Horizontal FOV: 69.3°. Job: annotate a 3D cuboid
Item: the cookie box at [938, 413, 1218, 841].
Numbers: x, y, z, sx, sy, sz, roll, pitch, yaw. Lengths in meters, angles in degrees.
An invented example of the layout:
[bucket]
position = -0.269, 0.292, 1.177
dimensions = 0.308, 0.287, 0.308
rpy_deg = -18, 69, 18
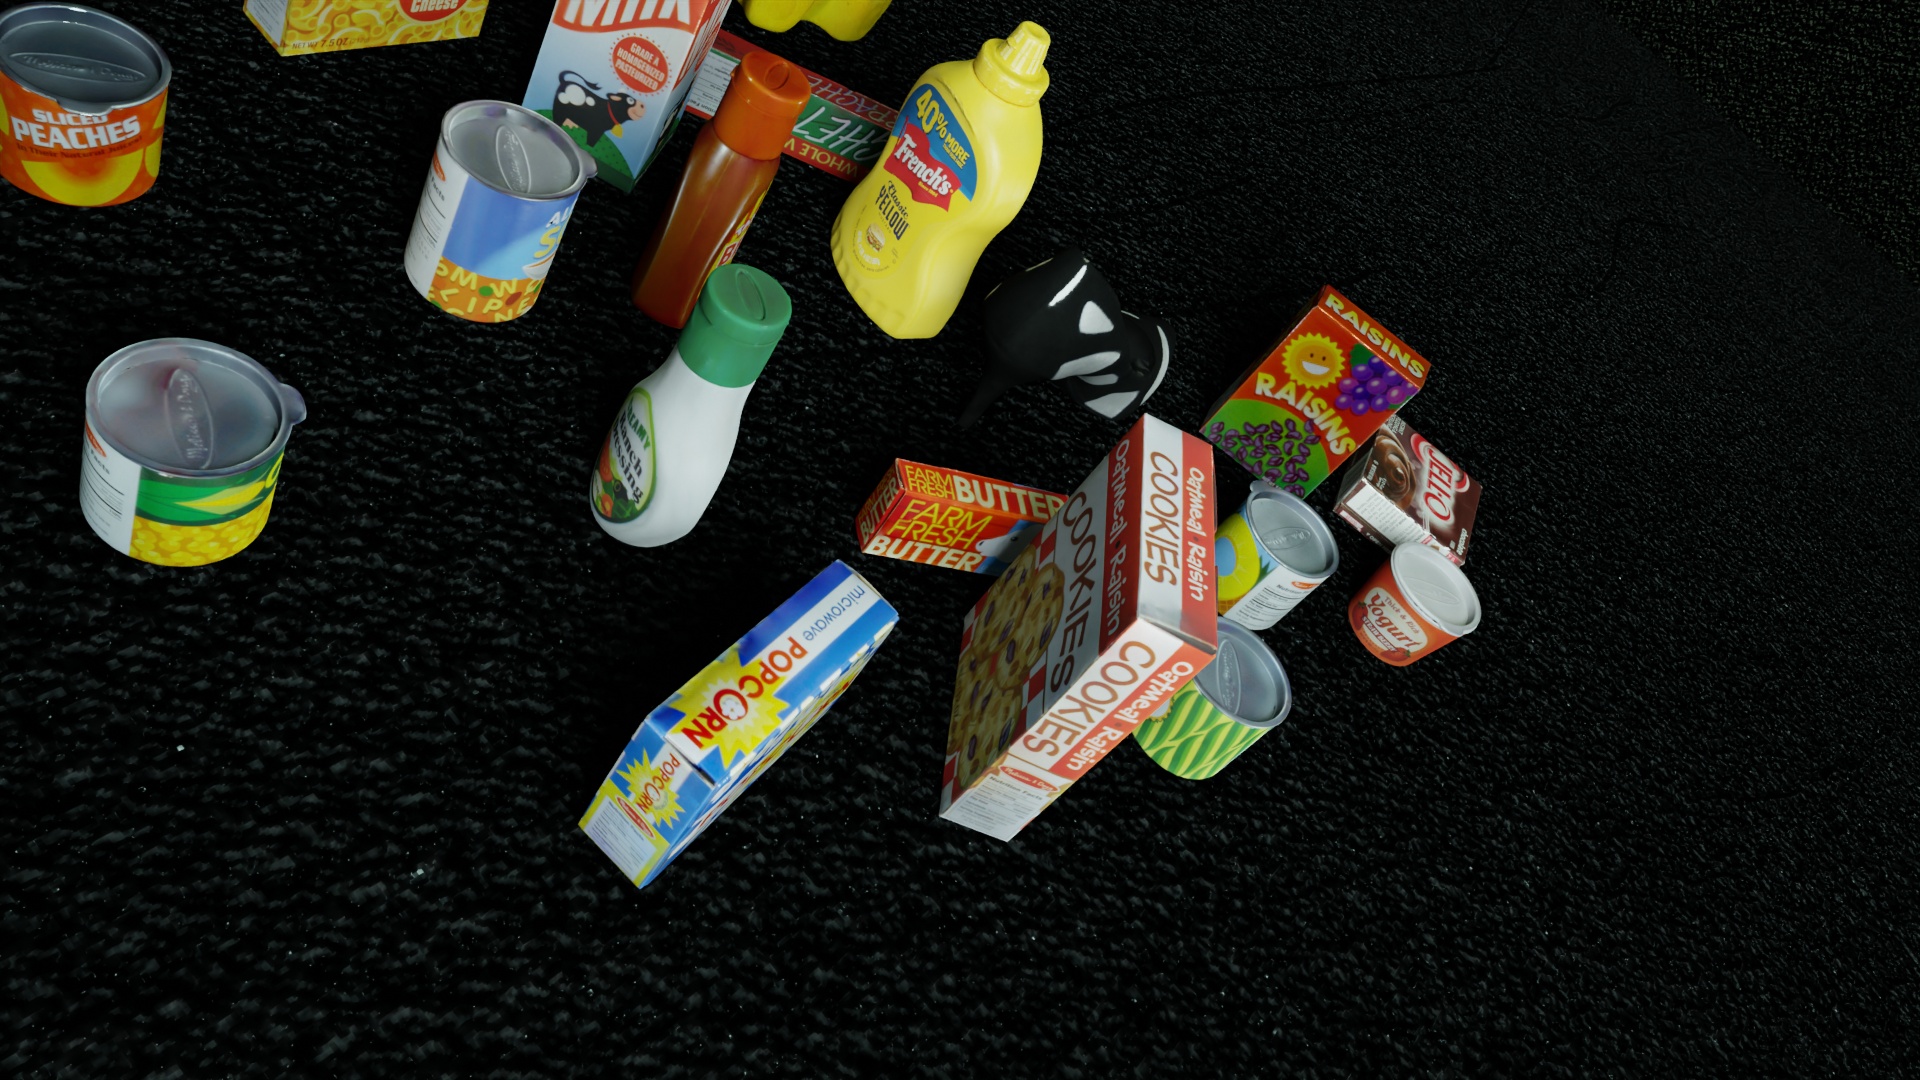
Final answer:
[cookie box]
position = 0.052, 0.041, 0.622
dimensions = 0.040, 0.166, 0.123
rpy_deg = 25, 43, -16

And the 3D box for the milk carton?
[milk carton]
position = -0.167, -0.289, 0.741
dimensions = 0.073, 0.189, 0.073
rpy_deg = 29, 42, -11

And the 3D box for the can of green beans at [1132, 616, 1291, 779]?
[can of green beans]
position = 0.128, 0.082, 0.722
dimensions = 0.071, 0.057, 0.071
rpy_deg = 20, 45, -21

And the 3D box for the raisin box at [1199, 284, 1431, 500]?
[raisin box]
position = 0.227, -0.092, 0.898
dimensions = 0.086, 0.122, 0.040
rpy_deg = 39, 41, 0

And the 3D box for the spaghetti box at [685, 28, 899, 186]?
[spaghetti box]
position = -0.113, -0.273, 0.870
dimensions = 0.250, 0.050, 0.029
rpy_deg = 19, 45, -21

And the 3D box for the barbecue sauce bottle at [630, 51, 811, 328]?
[barbecue sauce bottle]
position = -0.122, -0.178, 0.706
dimensions = 0.043, 0.147, 0.065
rpy_deg = 29, 42, -12

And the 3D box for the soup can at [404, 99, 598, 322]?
[soup can]
position = -0.221, -0.155, 0.665
dimensions = 0.071, 0.083, 0.072
rpy_deg = 20, 45, -21

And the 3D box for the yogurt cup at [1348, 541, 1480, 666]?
[yogurt cup]
position = 0.281, 0.042, 0.870
dimensions = 0.072, 0.053, 0.073
rpy_deg = 20, 45, -21

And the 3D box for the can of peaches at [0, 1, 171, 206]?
[can of peaches]
position = -0.380, -0.185, 0.597
dimensions = 0.071, 0.057, 0.071
rpy_deg = 20, 45, -21

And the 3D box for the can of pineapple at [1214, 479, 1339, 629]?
[can of pineapple]
position = 0.179, 0.010, 0.823
dimensions = 0.071, 0.057, 0.071
rpy_deg = 20, 45, -21

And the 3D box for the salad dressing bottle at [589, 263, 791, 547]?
[salad dressing bottle]
position = -0.118, -0.056, 0.602
dimensions = 0.044, 0.147, 0.064
rpy_deg = 0, 54, -36

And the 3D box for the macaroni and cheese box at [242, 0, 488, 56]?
[macaroni and cheese box]
position = -0.287, -0.332, 0.711
dimensions = 0.040, 0.165, 0.124
rpy_deg = 48, 42, 10

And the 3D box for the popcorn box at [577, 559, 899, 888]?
[popcorn box]
position = -0.087, 0.071, 0.559
dimensions = 0.038, 0.084, 0.127
rpy_deg = 43, 41, 4

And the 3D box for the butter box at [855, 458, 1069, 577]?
[butter box]
position = 0.003, -0.009, 0.717
dimensions = 0.103, 0.053, 0.024
rpy_deg = 11, 48, -28

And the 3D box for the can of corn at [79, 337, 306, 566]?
[can of corn]
position = -0.291, -0.033, 0.525
dimensions = 0.071, 0.058, 0.071
rpy_deg = 20, 45, -21
